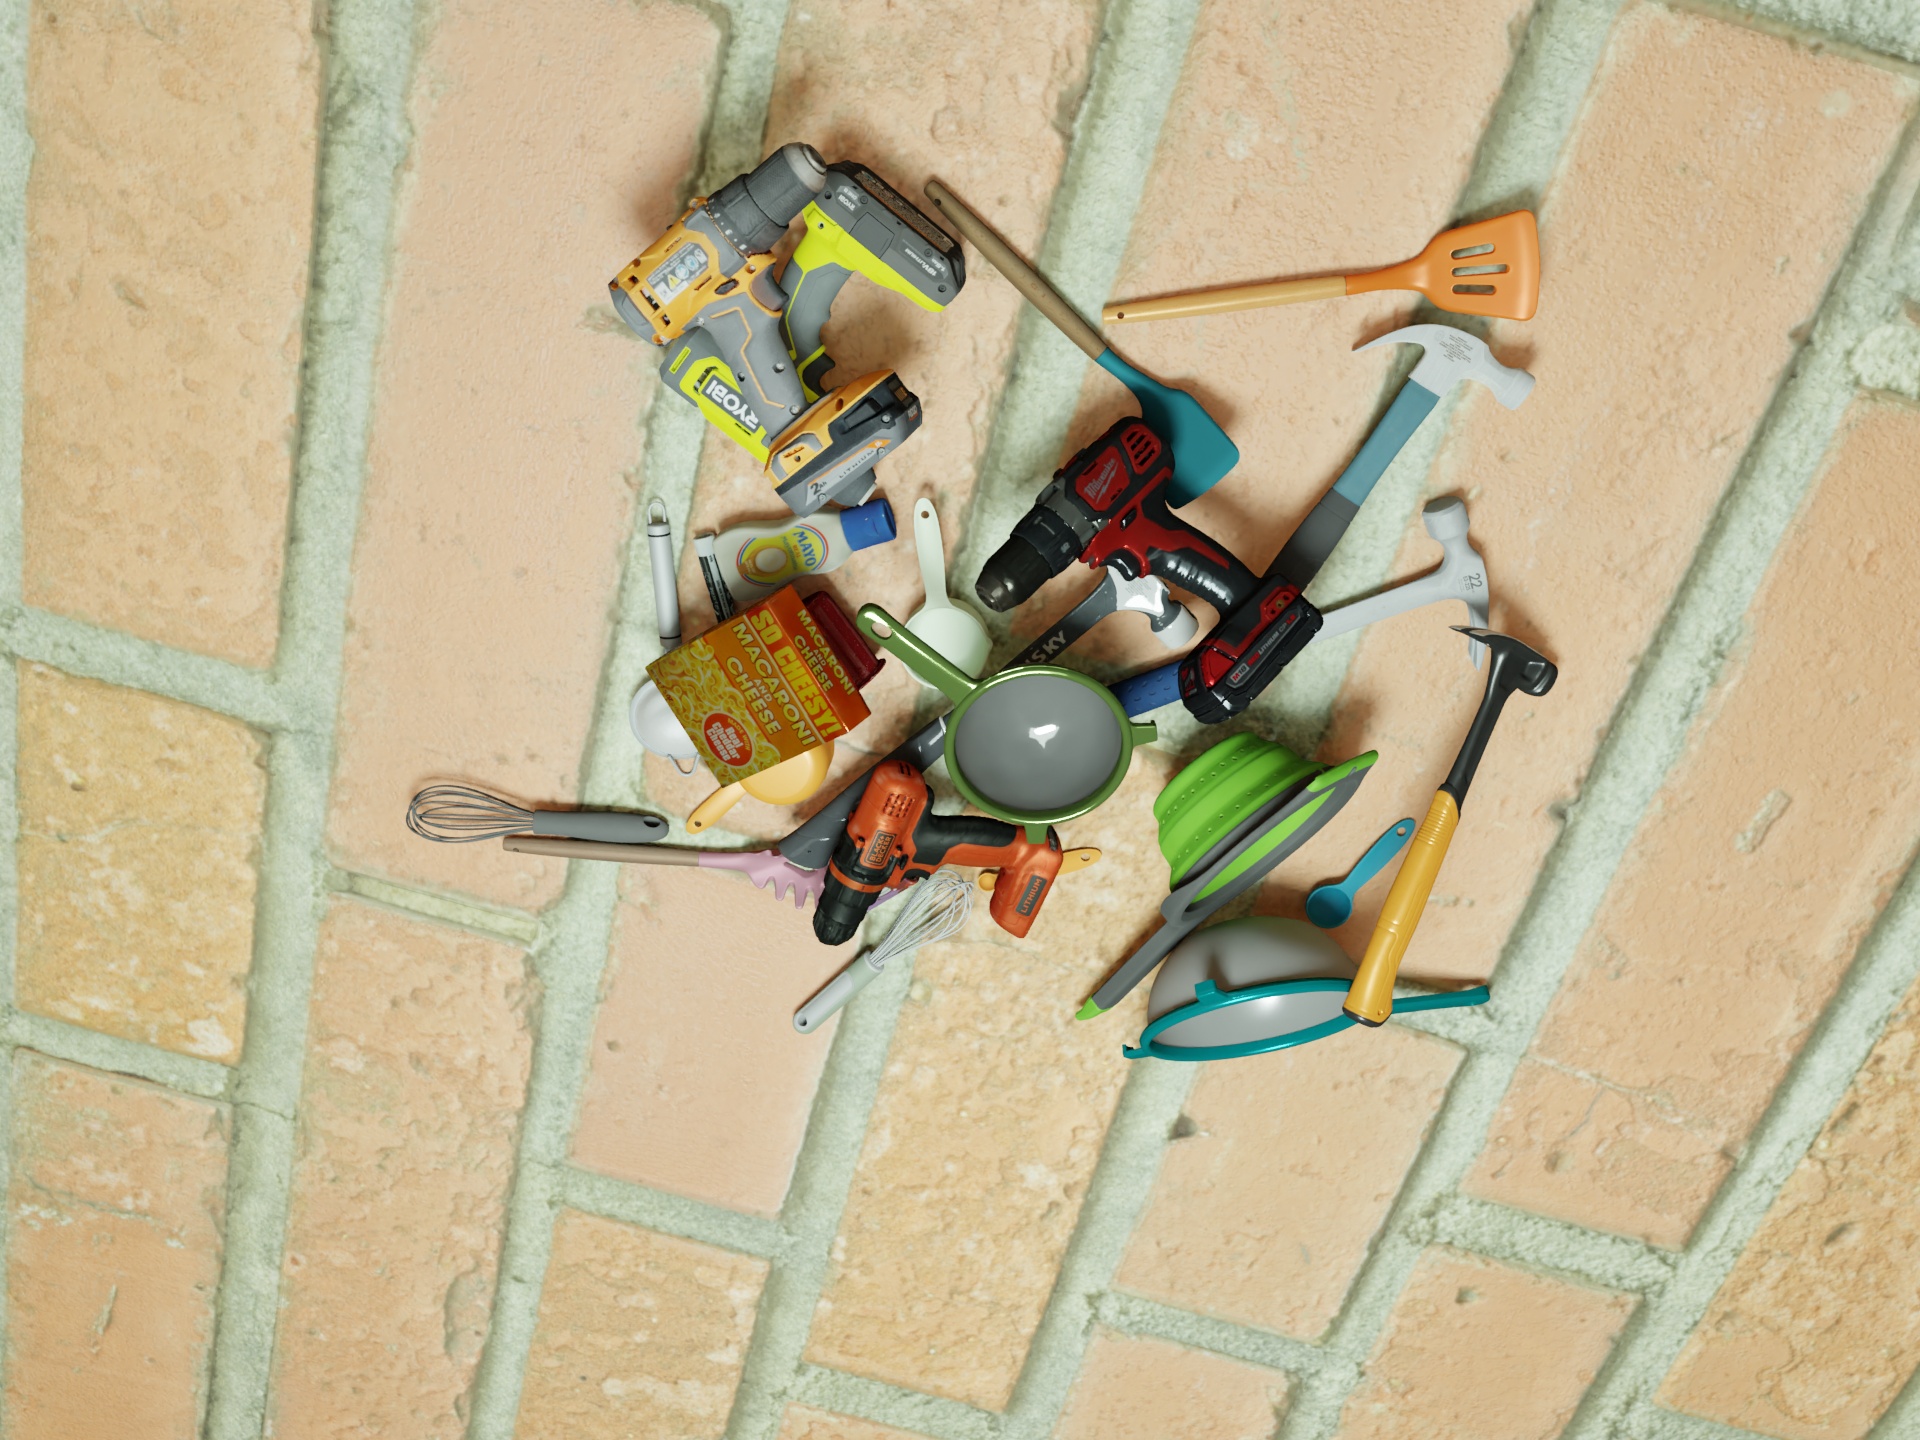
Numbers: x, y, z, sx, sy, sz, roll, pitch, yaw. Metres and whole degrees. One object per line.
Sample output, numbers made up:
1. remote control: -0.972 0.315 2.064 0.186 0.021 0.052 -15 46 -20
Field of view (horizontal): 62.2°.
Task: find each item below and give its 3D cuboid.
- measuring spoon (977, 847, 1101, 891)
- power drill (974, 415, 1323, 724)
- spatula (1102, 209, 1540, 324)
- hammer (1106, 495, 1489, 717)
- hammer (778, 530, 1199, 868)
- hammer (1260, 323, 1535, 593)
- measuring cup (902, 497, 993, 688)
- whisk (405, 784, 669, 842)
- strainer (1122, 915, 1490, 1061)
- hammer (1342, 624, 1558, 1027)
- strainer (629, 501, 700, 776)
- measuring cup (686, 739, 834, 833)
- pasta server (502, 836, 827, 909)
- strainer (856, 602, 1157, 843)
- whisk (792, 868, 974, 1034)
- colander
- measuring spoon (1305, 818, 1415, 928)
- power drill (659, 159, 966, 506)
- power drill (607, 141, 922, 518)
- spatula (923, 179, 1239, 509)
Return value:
1. measuring spoon: 0.072 0.134 1.449 0.117 0.011 0.021 -15 112 7
2. power drill: 0.140 -0.098 1.214 0.226 0.080 0.188 45 79 0
3. spatula: 0.269 -0.327 1.209 0.322 0.041 0.081 -5 112 8
4. hammer: 0.243 -0.050 1.337 0.405 0.035 0.144 -20 111 13
5. hammer: -0.002 -0.004 1.338 0.409 0.036 0.149 -39 113 18
6. hammer: 0.297 -0.164 1.256 0.128 0.033 0.331 35 106 2
7. measuring cup: -0.018 -0.109 1.333 0.083 0.038 0.167 -5 111 7
8. whisk: -0.385 0.091 1.451 0.239 0.055 0.055 4 114 -2
9. strainer: 0.315 0.225 1.423 0.340 0.095 0.211 -2 153 -18
10. hammer: 0.384 0.089 1.292 0.127 0.034 0.337 20 92 -40
11. strainer: -0.251 -0.062 1.373 0.087 0.050 0.258 -4 111 -4
12. measuring cup: -0.188 0.057 1.411 0.173 0.052 0.095 -41 105 17
13. pasta server: -0.267 0.130 1.459 0.316 0.040 0.060 4 129 4
14. strainer: 0.022 -0.023 1.270 0.256 0.069 0.151 37 115 -18
15. whisk: -0.076 0.220 1.479 0.246 0.059 0.058 -43 68 24
16. colander: 0.191 0.127 1.388 0.095 0.204 0.397 52 130 18
17. measuring spoon: 0.358 0.133 1.423 0.042 0.021 0.128 39 102 -11
18. power drill: -0.099 -0.294 1.236 0.190 0.080 0.228 37 115 -10
19. power drill: -0.122 -0.286 1.161 0.185 0.084 0.226 -34 102 23
20. spatula: 0.088 -0.299 1.235 0.317 0.044 0.082 41 138 -11
